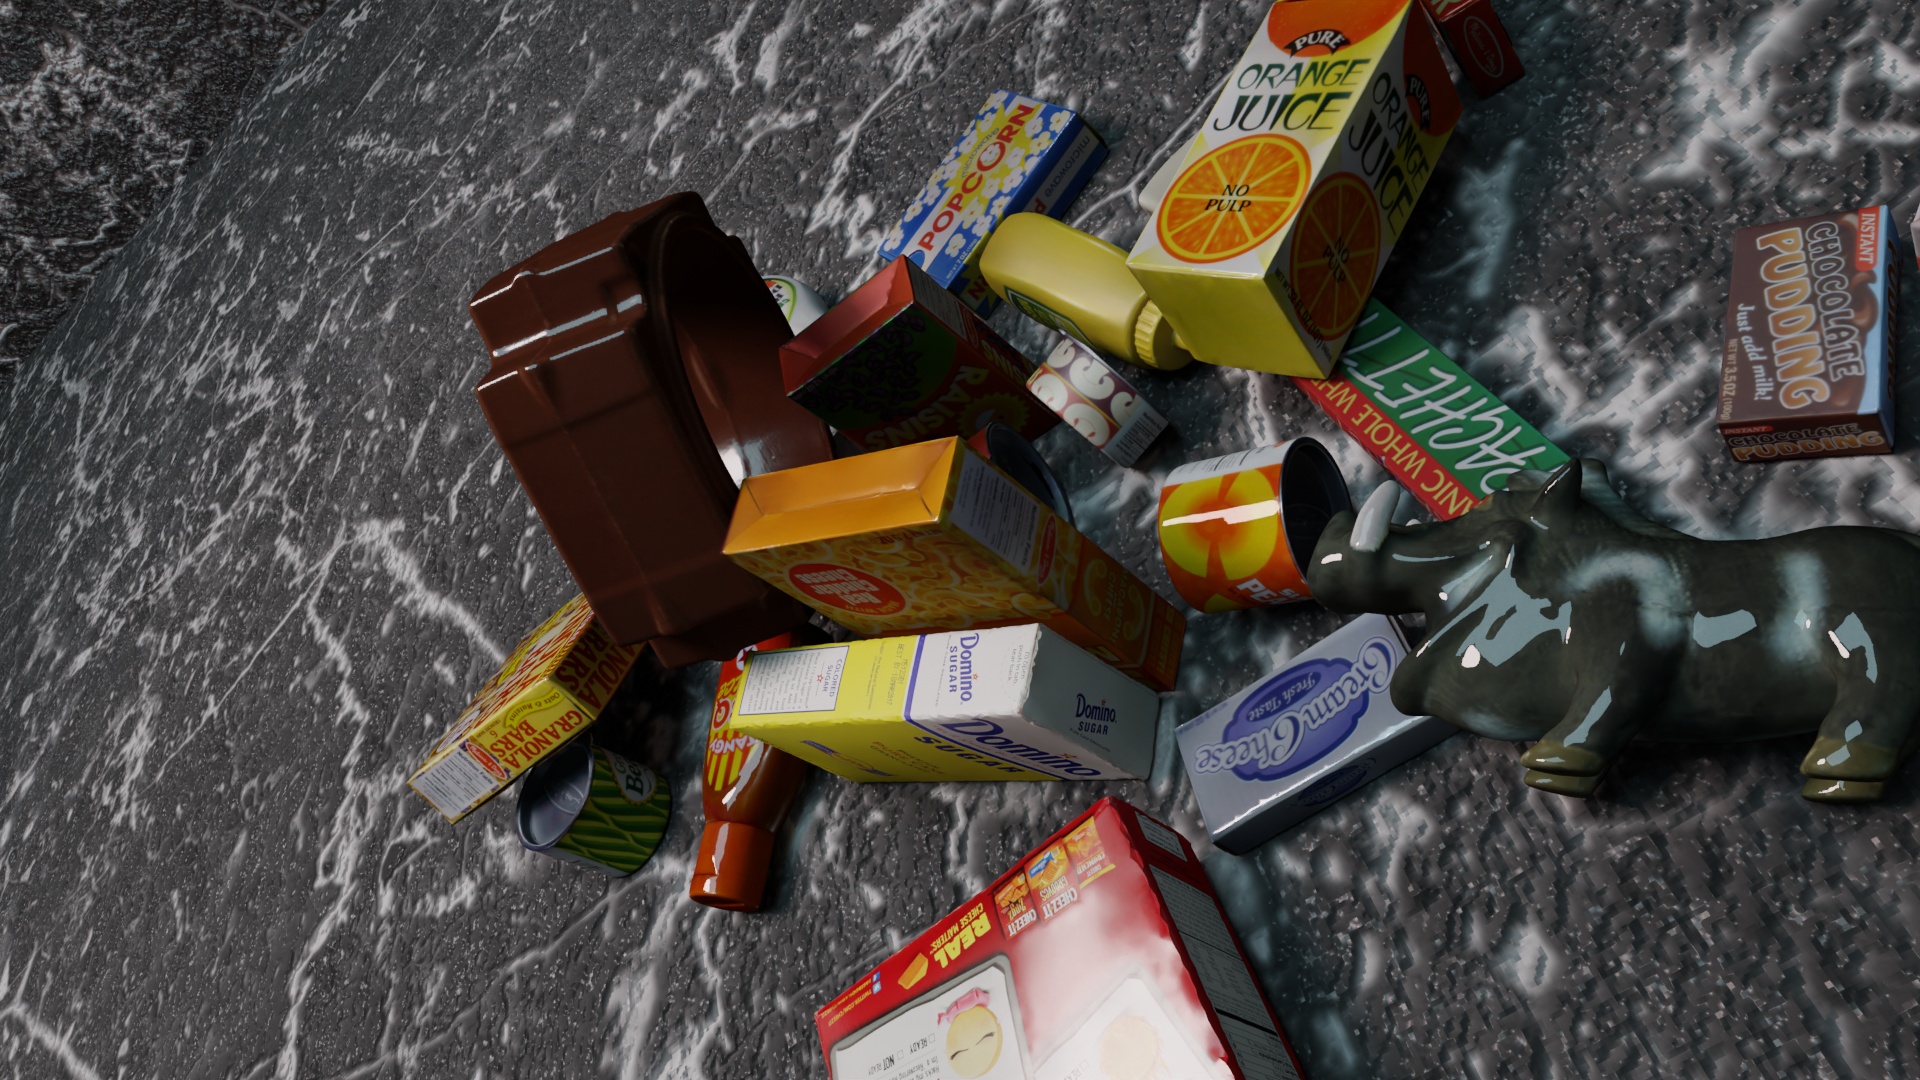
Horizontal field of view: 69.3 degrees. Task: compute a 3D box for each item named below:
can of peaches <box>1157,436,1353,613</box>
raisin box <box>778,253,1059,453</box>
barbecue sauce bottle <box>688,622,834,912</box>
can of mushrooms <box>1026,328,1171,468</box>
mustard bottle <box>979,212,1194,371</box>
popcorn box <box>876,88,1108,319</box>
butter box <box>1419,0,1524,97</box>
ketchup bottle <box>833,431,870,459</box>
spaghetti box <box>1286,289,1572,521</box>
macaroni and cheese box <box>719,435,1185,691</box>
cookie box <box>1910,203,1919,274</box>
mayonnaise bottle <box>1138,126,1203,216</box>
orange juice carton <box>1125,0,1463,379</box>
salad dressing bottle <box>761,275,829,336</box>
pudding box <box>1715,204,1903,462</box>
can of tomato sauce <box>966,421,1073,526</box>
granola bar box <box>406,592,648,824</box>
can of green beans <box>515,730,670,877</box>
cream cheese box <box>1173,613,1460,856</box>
[{"bbox_3d":[0.123,-0.003,0.574,0.058,0.071,0.071,-11,57,38],"label":"can of peaches"},{"bbox_3d":[-0.020,-0.080,0.715,0.086,0.123,0.040,-34,47,23],"label":"raisin box"},{"bbox_3d":[-0.108,0.116,0.728,0.064,0.043,0.149,-13,56,37],"label":"barbecue sauce bottle"},{"bbox_3d":[0.064,-0.068,0.670,0.033,0.071,0.071,-50,41,8],"label":"can of mushrooms"},{"bbox_3d":[0.076,-0.120,0.699,0.160,0.065,0.049,36,93,45],"label":"mustard bottle"},{"bbox_3d":[0.018,-0.202,0.826,0.126,0.038,0.085,-53,42,1],"label":"popcorn box"},{"bbox_3d":[0.228,-0.260,0.655,0.024,0.053,0.104,-30,47,24],"label":"butter box"},{"bbox_3d":[-0.096,-0.005,0.798,0.148,0.043,0.065,-49,45,6],"label":"ketchup bottle"},{"bbox_3d":[0.180,-0.065,0.589,0.050,0.028,0.251,-44,42,12],"label":"spaghetti box"},{"bbox_3d":[0.001,0.019,0.597,0.123,0.166,0.040,-8,59,40],"label":"macaroni and cheese box"},{"bbox_3d":[0.307,-0.089,0.380,0.040,0.167,0.123,14,74,44],"label":"cookie box"},{"bbox_3d":[0.159,-0.209,0.697,0.148,0.041,0.065,-47,43,7],"label":"mayonnaise bottle"},{"bbox_3d":[0.157,-0.171,0.608,0.073,0.071,0.193,16,70,44],"label":"orange juice carton"},{"bbox_3d":[-0.099,-0.128,0.883,0.064,0.044,0.148,-55,41,-2],"label":"salad dressing bottle"},{"bbox_3d":[0.296,-0.071,0.483,0.049,0.030,0.084,-2,63,42],"label":"pudding box"},{"bbox_3d":[0.002,-0.009,0.688,0.083,0.071,0.071,-34,45,23],"label":"can of tomato sauce"},{"bbox_3d":[-0.240,0.080,0.827,0.124,0.039,0.166,-35,17,22],"label":"granola bar box"},{"bbox_3d":[-0.208,0.152,0.788,0.071,0.057,0.071,-24,50,31],"label":"can of green beans"},{"bbox_3d":[0.136,0.074,0.541,0.103,0.024,0.053,-36,45,21],"label":"cream cheese box"}]
